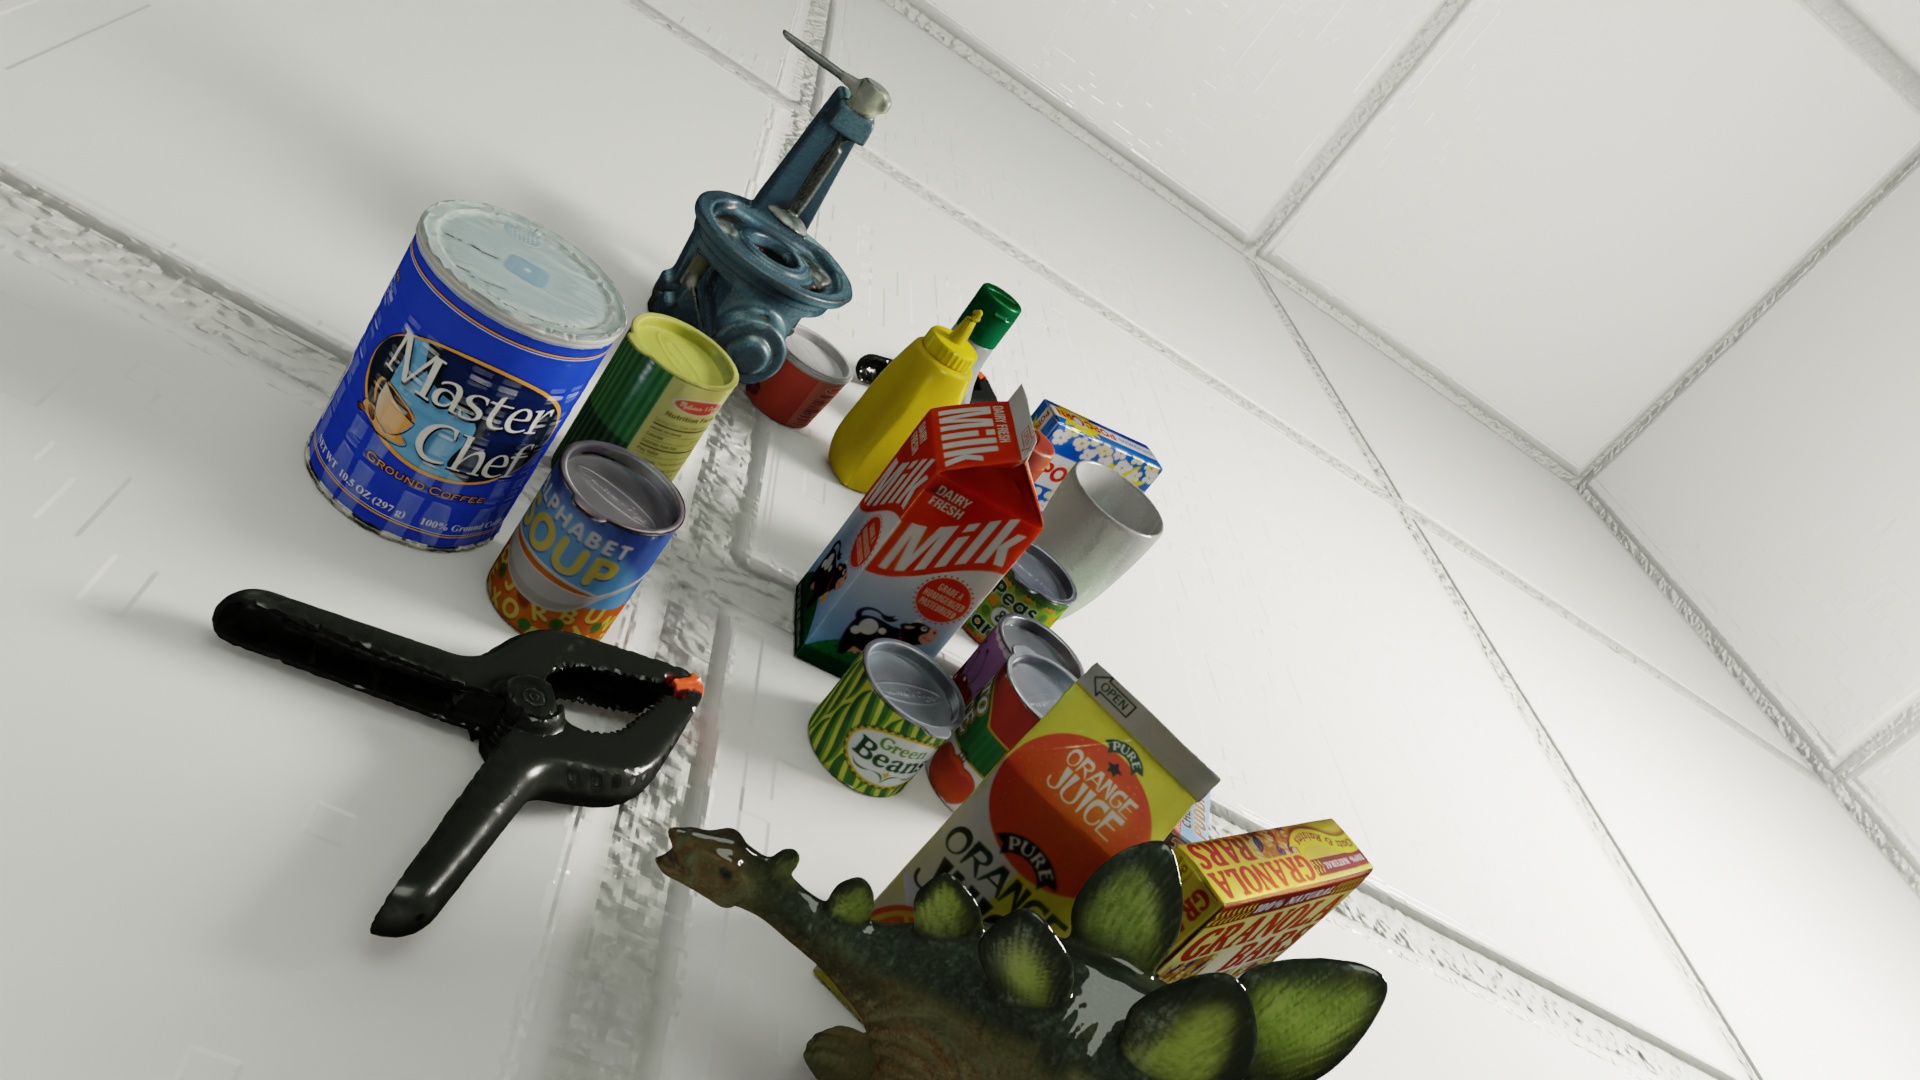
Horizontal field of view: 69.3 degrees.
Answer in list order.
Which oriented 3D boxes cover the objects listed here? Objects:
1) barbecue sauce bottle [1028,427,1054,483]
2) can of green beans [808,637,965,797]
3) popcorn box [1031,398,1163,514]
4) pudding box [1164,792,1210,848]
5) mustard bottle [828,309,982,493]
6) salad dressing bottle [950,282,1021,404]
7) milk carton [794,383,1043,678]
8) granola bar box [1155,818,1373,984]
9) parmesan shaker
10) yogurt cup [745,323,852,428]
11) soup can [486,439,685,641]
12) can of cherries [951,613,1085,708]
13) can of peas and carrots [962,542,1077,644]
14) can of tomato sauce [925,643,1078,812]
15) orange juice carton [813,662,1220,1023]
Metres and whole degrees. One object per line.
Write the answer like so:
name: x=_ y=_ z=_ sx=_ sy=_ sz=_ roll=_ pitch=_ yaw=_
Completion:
barbecue sauce bottle: x=0.003 y=-0.011 z=0.888 sx=0.043 sy=0.148 sz=0.065 roll=37 pitch=24 yaw=-4
can of green beans: x=-0.041 y=0.096 z=0.753 sx=0.071 sy=0.057 sz=0.071 roll=31 pitch=25 yaw=-16
popcorn box: x=0.098 y=-0.058 z=1.175 sx=0.127 sy=0.085 sz=0.038 roll=20 pitch=30 yaw=-35
pudding box: x=0.127 y=0.177 z=0.855 sx=0.030 sy=0.049 sz=0.084 roll=37 pitch=24 yaw=-5
mustard bottle: x=-0.031 y=-0.103 z=0.985 sx=0.065 sy=0.159 sz=0.049 roll=11 pitch=36 yaw=-46
salad dressing bottle: x=-0.009 y=-0.132 z=1.081 sx=0.064 sy=0.147 sz=0.044 roll=27 pitch=27 yaw=-25
milk carton: x=-0.016 y=-0.003 z=0.798 sx=0.073 sy=0.189 sz=0.073 roll=28 pitch=26 yaw=-22
granola bar box: x=0.128 y=0.203 z=0.722 sx=0.166 sy=0.123 sz=0.039 roll=7 pitch=39 yaw=-50
parmesan shaker: x=-0.183 y=-0.069 z=0.788 sx=0.071 sy=0.102 sz=0.071 roll=31 pitch=25 yaw=-17
yogurt cup: x=-0.121 y=-0.119 z=1.018 sx=0.072 sy=0.053 sz=0.073 roll=31 pitch=25 yaw=-16
soup can: x=-0.186 y=0.004 z=0.682 sx=0.071 sy=0.083 sz=0.072 roll=31 pitch=25 yaw=-16
can of cherries: x=0.035 y=0.090 z=0.866 sx=0.071 sy=0.058 sz=0.072 roll=31 pitch=25 yaw=-16
can of peas and carrots: x=0.036 y=0.040 z=0.953 sx=0.071 sy=0.058 sz=0.071 roll=31 pitch=25 yaw=-16
can of tomato sauce: x=0.028 y=0.113 z=0.788 sx=0.071 sy=0.082 sz=0.071 roll=31 pitch=25 yaw=-16
orange juice carton: x=0.027 y=0.141 z=0.606 sx=0.072 sy=0.192 sz=0.073 roll=43 pitch=24 yaw=10
